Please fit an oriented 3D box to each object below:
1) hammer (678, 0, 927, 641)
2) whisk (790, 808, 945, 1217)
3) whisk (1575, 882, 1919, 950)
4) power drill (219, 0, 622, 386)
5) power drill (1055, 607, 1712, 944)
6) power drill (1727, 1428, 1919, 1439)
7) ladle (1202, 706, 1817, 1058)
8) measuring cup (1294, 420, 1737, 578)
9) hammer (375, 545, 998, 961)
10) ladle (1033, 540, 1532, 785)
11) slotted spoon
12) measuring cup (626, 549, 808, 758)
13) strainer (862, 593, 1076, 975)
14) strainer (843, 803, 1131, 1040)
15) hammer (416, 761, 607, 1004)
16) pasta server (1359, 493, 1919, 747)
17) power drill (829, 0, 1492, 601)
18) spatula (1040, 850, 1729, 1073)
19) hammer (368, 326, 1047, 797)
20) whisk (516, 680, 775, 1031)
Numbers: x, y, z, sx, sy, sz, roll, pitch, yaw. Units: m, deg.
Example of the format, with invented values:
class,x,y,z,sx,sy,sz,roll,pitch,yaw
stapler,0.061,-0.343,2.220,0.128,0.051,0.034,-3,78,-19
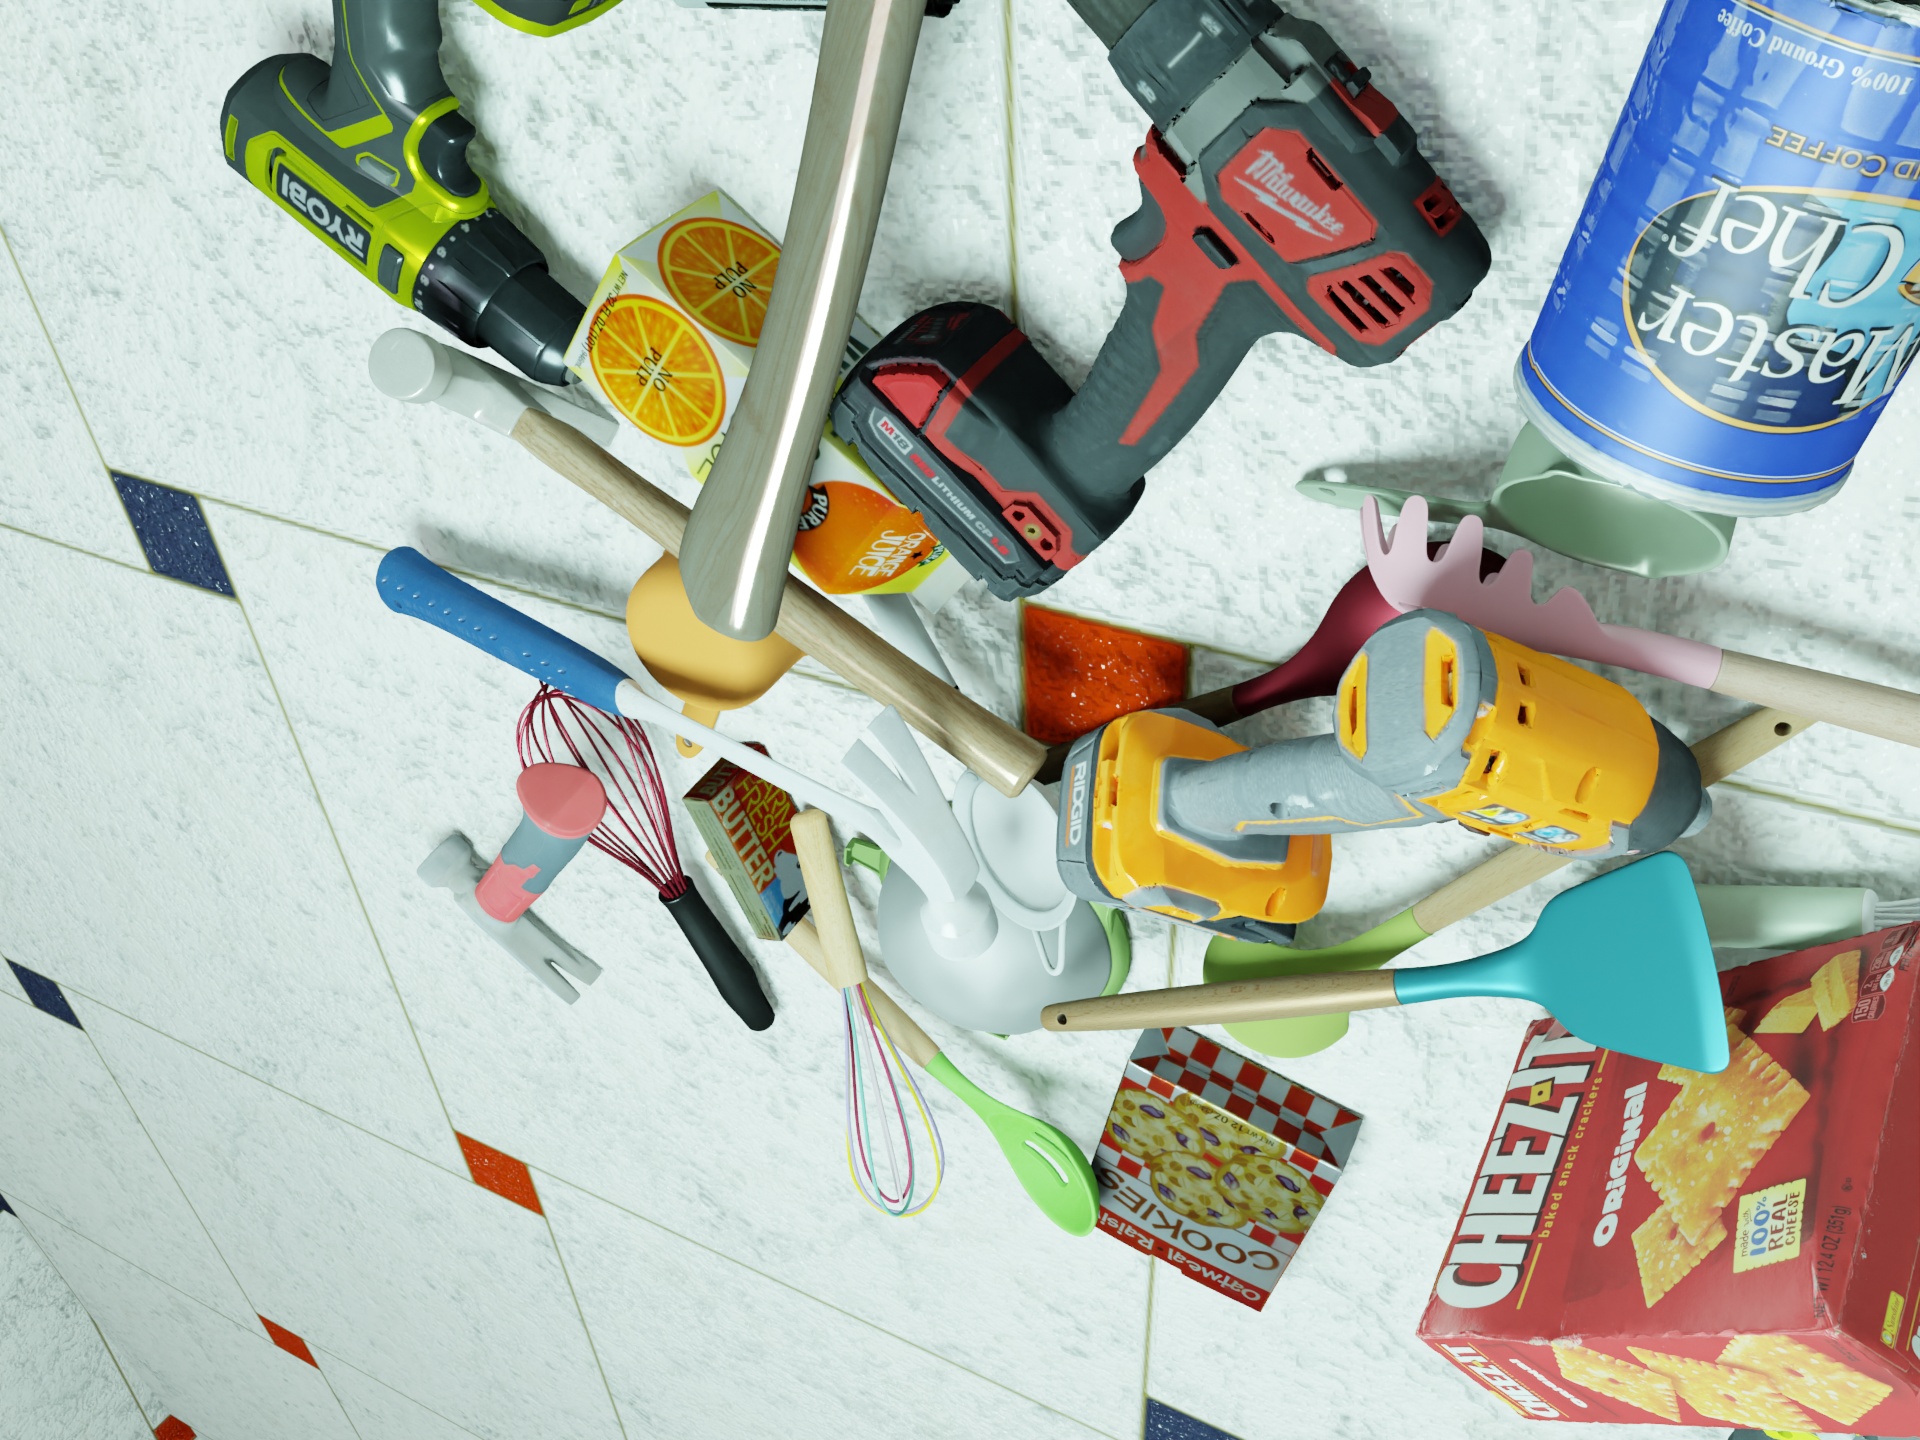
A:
class,x,y,z,sx,sy,sz,roll,pitch,yaw
hammer,-0.030,-0.198,0.538,0.146,0.038,0.410,35,127,24
whisk,-0.061,0.170,0.903,0.047,0.051,0.245,-9,98,38
whisk,0.351,0.075,0.597,0.246,0.059,0.058,-3,87,40
power drill,-0.212,-0.261,0.664,0.190,0.080,0.228,39,140,-1
power drill,0.161,0.032,0.617,0.164,0.084,0.226,18,157,-29
power drill,0.366,0.292,0.749,0.223,0.080,0.171,38,138,-5
ladle,0.222,0.067,0.685,0.078,0.062,0.320,45,130,-5
measuring cup,0.192,-0.089,0.565,0.083,0.038,0.168,28,172,-42
hammer,-0.158,-0.012,0.786,0.406,0.035,0.143,25,151,31
ladle,0.105,-0.004,0.707,0.315,0.031,0.069,-22,112,45
slotted spoon,-0.034,0.180,0.932,0.314,0.031,0.070,42,142,9
measuring cup,-0.140,-0.021,0.836,0.095,0.052,0.173,33,135,5
strainer,-0.001,-0.002,0.751,0.087,0.050,0.258,-21,100,55
strainer,0.044,0.108,0.810,0.256,0.069,0.151,-23,111,45
hammer,-0.246,0.097,0.945,0.143,0.038,0.386,44,155,-7
pasta server,0.290,-0.018,0.548,0.316,0.060,0.040,16,89,10
power drill,0.048,-0.165,0.571,0.188,0.080,0.226,46,134,-8
spatula,0.161,0.117,0.685,0.317,0.044,0.082,-14,83,36
hammer,-0.103,-0.069,0.714,0.331,0.130,0.031,35,99,7
whisk,-0.180,0.088,0.955,0.073,0.073,0.295,1,132,34
